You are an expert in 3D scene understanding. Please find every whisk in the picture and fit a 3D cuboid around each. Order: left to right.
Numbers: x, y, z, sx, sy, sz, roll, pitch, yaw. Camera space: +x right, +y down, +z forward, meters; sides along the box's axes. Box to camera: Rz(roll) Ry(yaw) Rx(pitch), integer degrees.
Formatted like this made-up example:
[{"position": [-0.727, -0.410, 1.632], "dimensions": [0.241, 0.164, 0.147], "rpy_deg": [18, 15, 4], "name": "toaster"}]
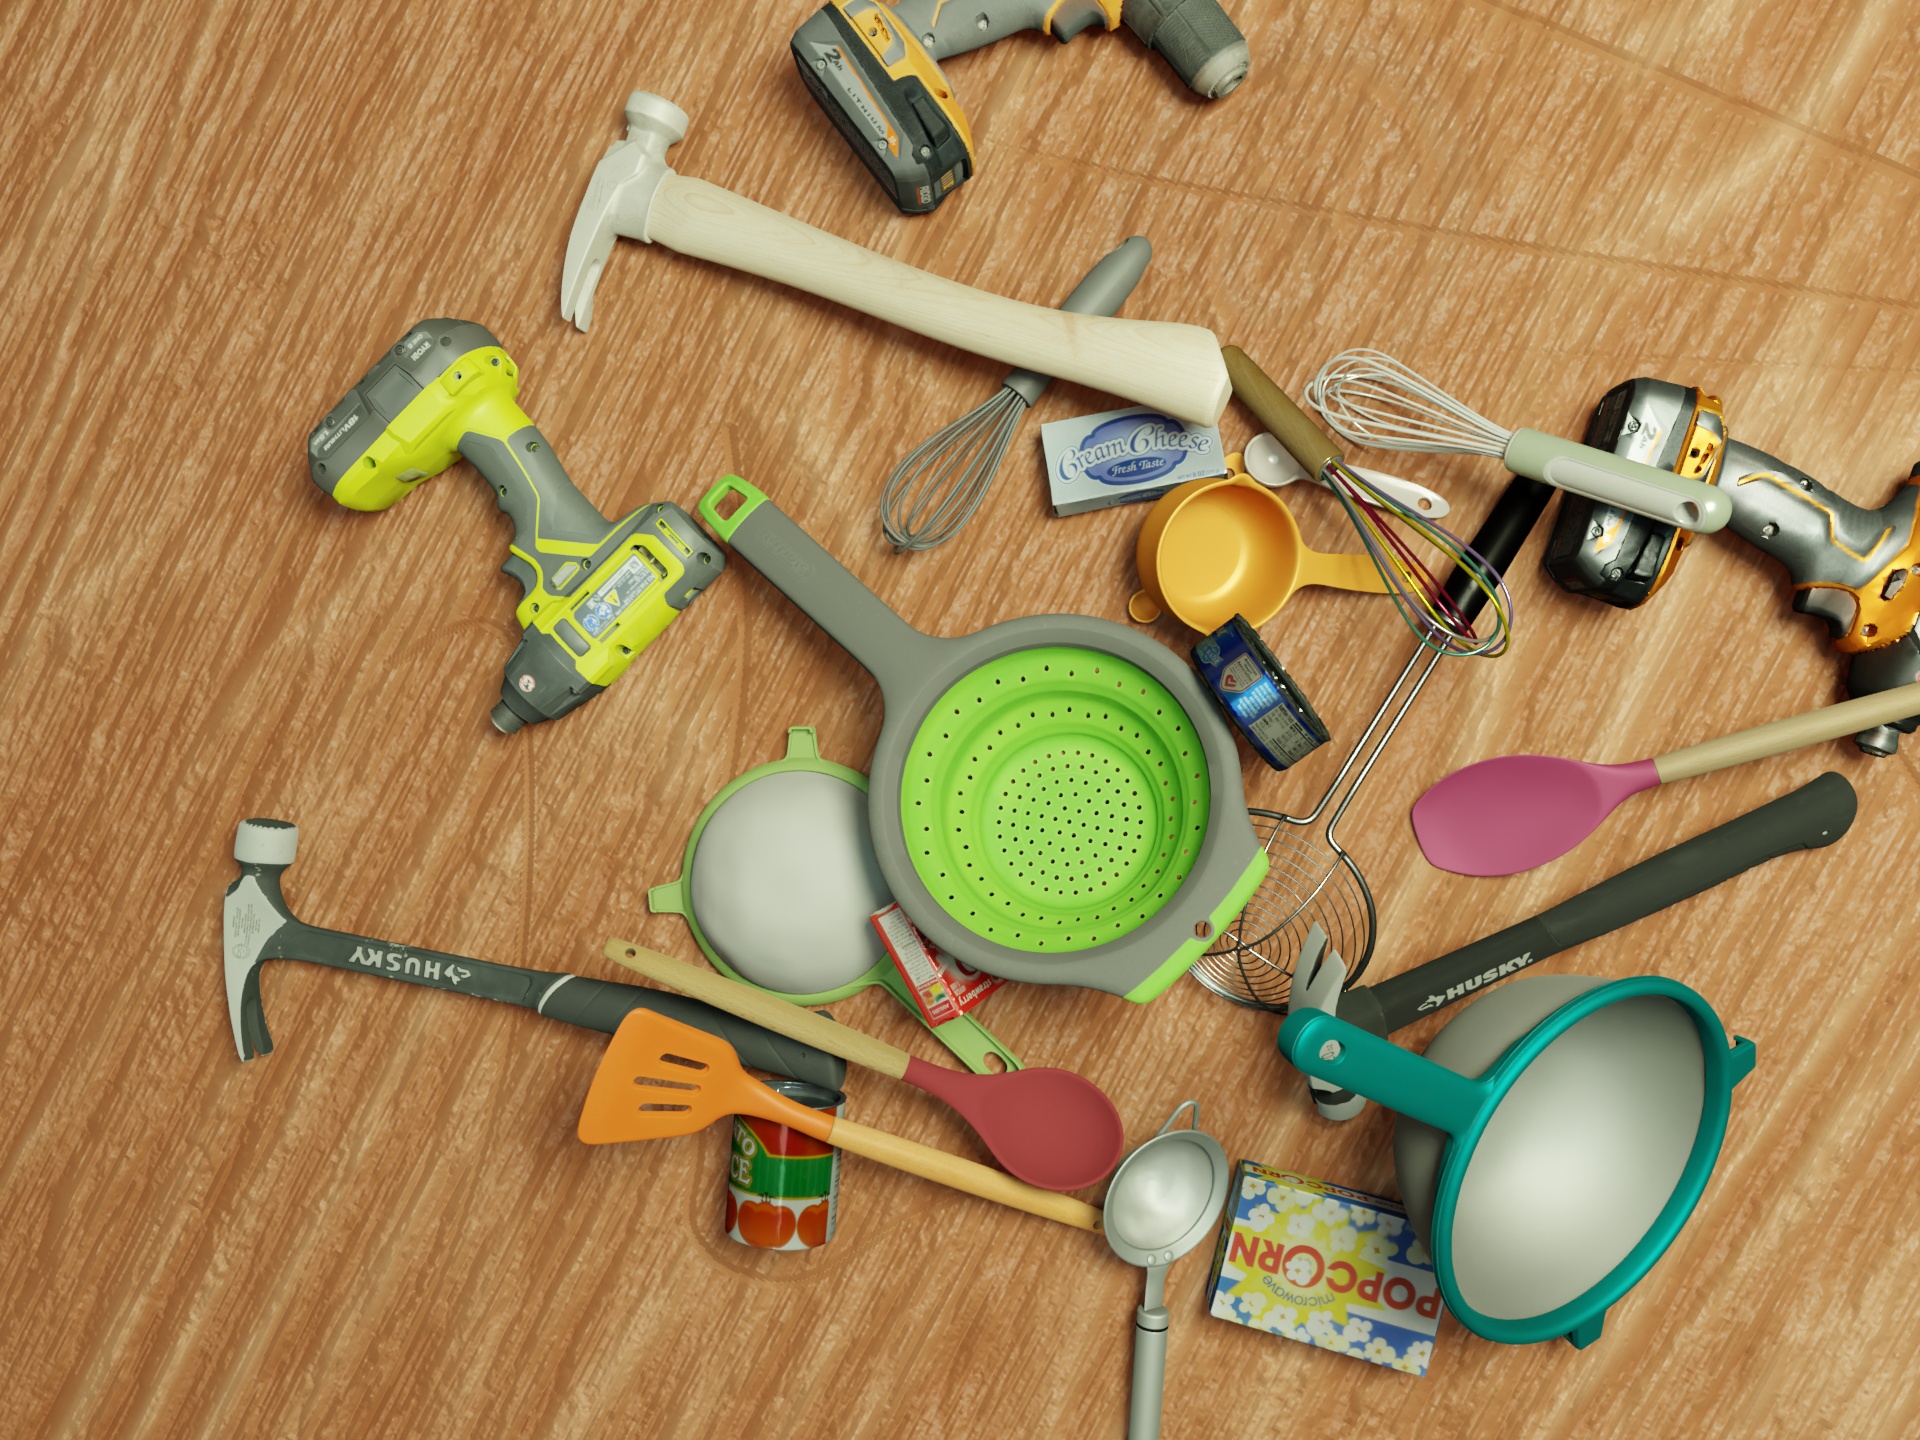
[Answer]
[{"position": [0.034, -0.193, 0.943], "dimensions": [0.055, 0.055, 0.239], "rpy_deg": [40, 89, 6], "name": "whisk"}, {"position": [0.219, -0.124, 0.890], "dimensions": [0.051, 0.047, 0.245], "rpy_deg": [-41, 65, 10], "name": "whisk"}, {"position": [0.293, -0.149, 0.859], "dimensions": [0.247, 0.059, 0.057], "rpy_deg": [29, 137, 36], "name": "whisk"}]

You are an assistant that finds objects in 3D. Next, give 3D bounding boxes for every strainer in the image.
[{"position": [-0.062, 0.133, 0.935], "dimensions": [0.256, 0.069, 0.151], "rpy_deg": [42, 94, 7], "name": "strainer"}, {"position": [0.110, 0.339, 0.926], "dimensions": [0.086, 0.050, 0.258], "rpy_deg": [1, 96, -28], "name": "strainer"}, {"position": [0.258, 0.193, 0.823], "dimensions": [0.340, 0.095, 0.211], "rpy_deg": [27, 93, -32], "name": "strainer"}]

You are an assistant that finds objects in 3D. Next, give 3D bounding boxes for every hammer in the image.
[{"position": [-0.265, 0.168, 0.966], "dimensions": [0.409, 0.036, 0.149], "rpy_deg": [10, 92, 11], "name": "hammer"}, {"position": [-0.043, -0.241, 0.926], "dimensions": [0.411, 0.038, 0.146], "rpy_deg": [22, 92, 15], "name": "hammer"}, {"position": [0.335, 0.108, 0.874], "dimensions": [0.335, 0.146, 0.035], "rpy_deg": [-25, 43, 0], "name": "hammer"}]

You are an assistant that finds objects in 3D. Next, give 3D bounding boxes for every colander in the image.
[{"position": [-0.001, -0.003, 0.923], "dimensions": [0.397, 0.094, 0.204], "rpy_deg": [42, 87, 17], "name": "colander"}]

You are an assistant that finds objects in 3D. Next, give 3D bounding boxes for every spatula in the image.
[{"position": [-0.051, 0.242, 0.895], "dimensions": [0.322, 0.041, 0.081], "rpy_deg": [22, 95, -14], "name": "spatula"}]

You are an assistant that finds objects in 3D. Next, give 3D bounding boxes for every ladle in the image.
[{"position": [-0.056, 0.189, 0.906], "dimensions": [0.315, 0.031, 0.069], "rpy_deg": [23, 62, -5], "name": "ladle"}]

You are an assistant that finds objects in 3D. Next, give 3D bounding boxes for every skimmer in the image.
[{"position": [0.244, 0.002, 0.919], "dimensions": [0.127, 0.090, 0.363], "rpy_deg": [32, 83, 14], "name": "skimmer"}]

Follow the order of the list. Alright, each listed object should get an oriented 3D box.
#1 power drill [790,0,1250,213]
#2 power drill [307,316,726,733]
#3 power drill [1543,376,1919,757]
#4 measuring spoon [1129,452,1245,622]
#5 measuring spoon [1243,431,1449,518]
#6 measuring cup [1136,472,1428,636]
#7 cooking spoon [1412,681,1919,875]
[{"position": [0.039, -0.393, 0.927], "dimensions": [0.226, 0.084, 0.185], "rpy_deg": [-37, 87, 1], "name": "power drill"}, {"position": [-0.276, -0.116, 0.964], "dimensions": [0.171, 0.080, 0.223], "rpy_deg": [-44, 88, 4], "name": "power drill"}, {"position": [0.448, -0.084, 0.870], "dimensions": [0.226, 0.084, 0.164], "rpy_deg": [18, 93, 4], "name": "power drill"}, {"position": [0.136, -0.108, 0.945], "dimensions": [0.021, 0.011, 0.117], "rpy_deg": [32, 90, 13], "name": "measuring spoon"}, {"position": [0.225, -0.138, 0.932], "dimensions": [0.124, 0.018, 0.034], "rpy_deg": [16, 72, 1], "name": "measuring spoon"}, {"position": [0.184, -0.092, 0.923], "dimensions": [0.173, 0.052, 0.095], "rpy_deg": [4, 101, -18], "name": "measuring cup"}, {"position": [0.408, 0.021, 0.870], "dimensions": [0.319, 0.017, 0.069], "rpy_deg": [-19, 95, 21], "name": "cooking spoon"}]
